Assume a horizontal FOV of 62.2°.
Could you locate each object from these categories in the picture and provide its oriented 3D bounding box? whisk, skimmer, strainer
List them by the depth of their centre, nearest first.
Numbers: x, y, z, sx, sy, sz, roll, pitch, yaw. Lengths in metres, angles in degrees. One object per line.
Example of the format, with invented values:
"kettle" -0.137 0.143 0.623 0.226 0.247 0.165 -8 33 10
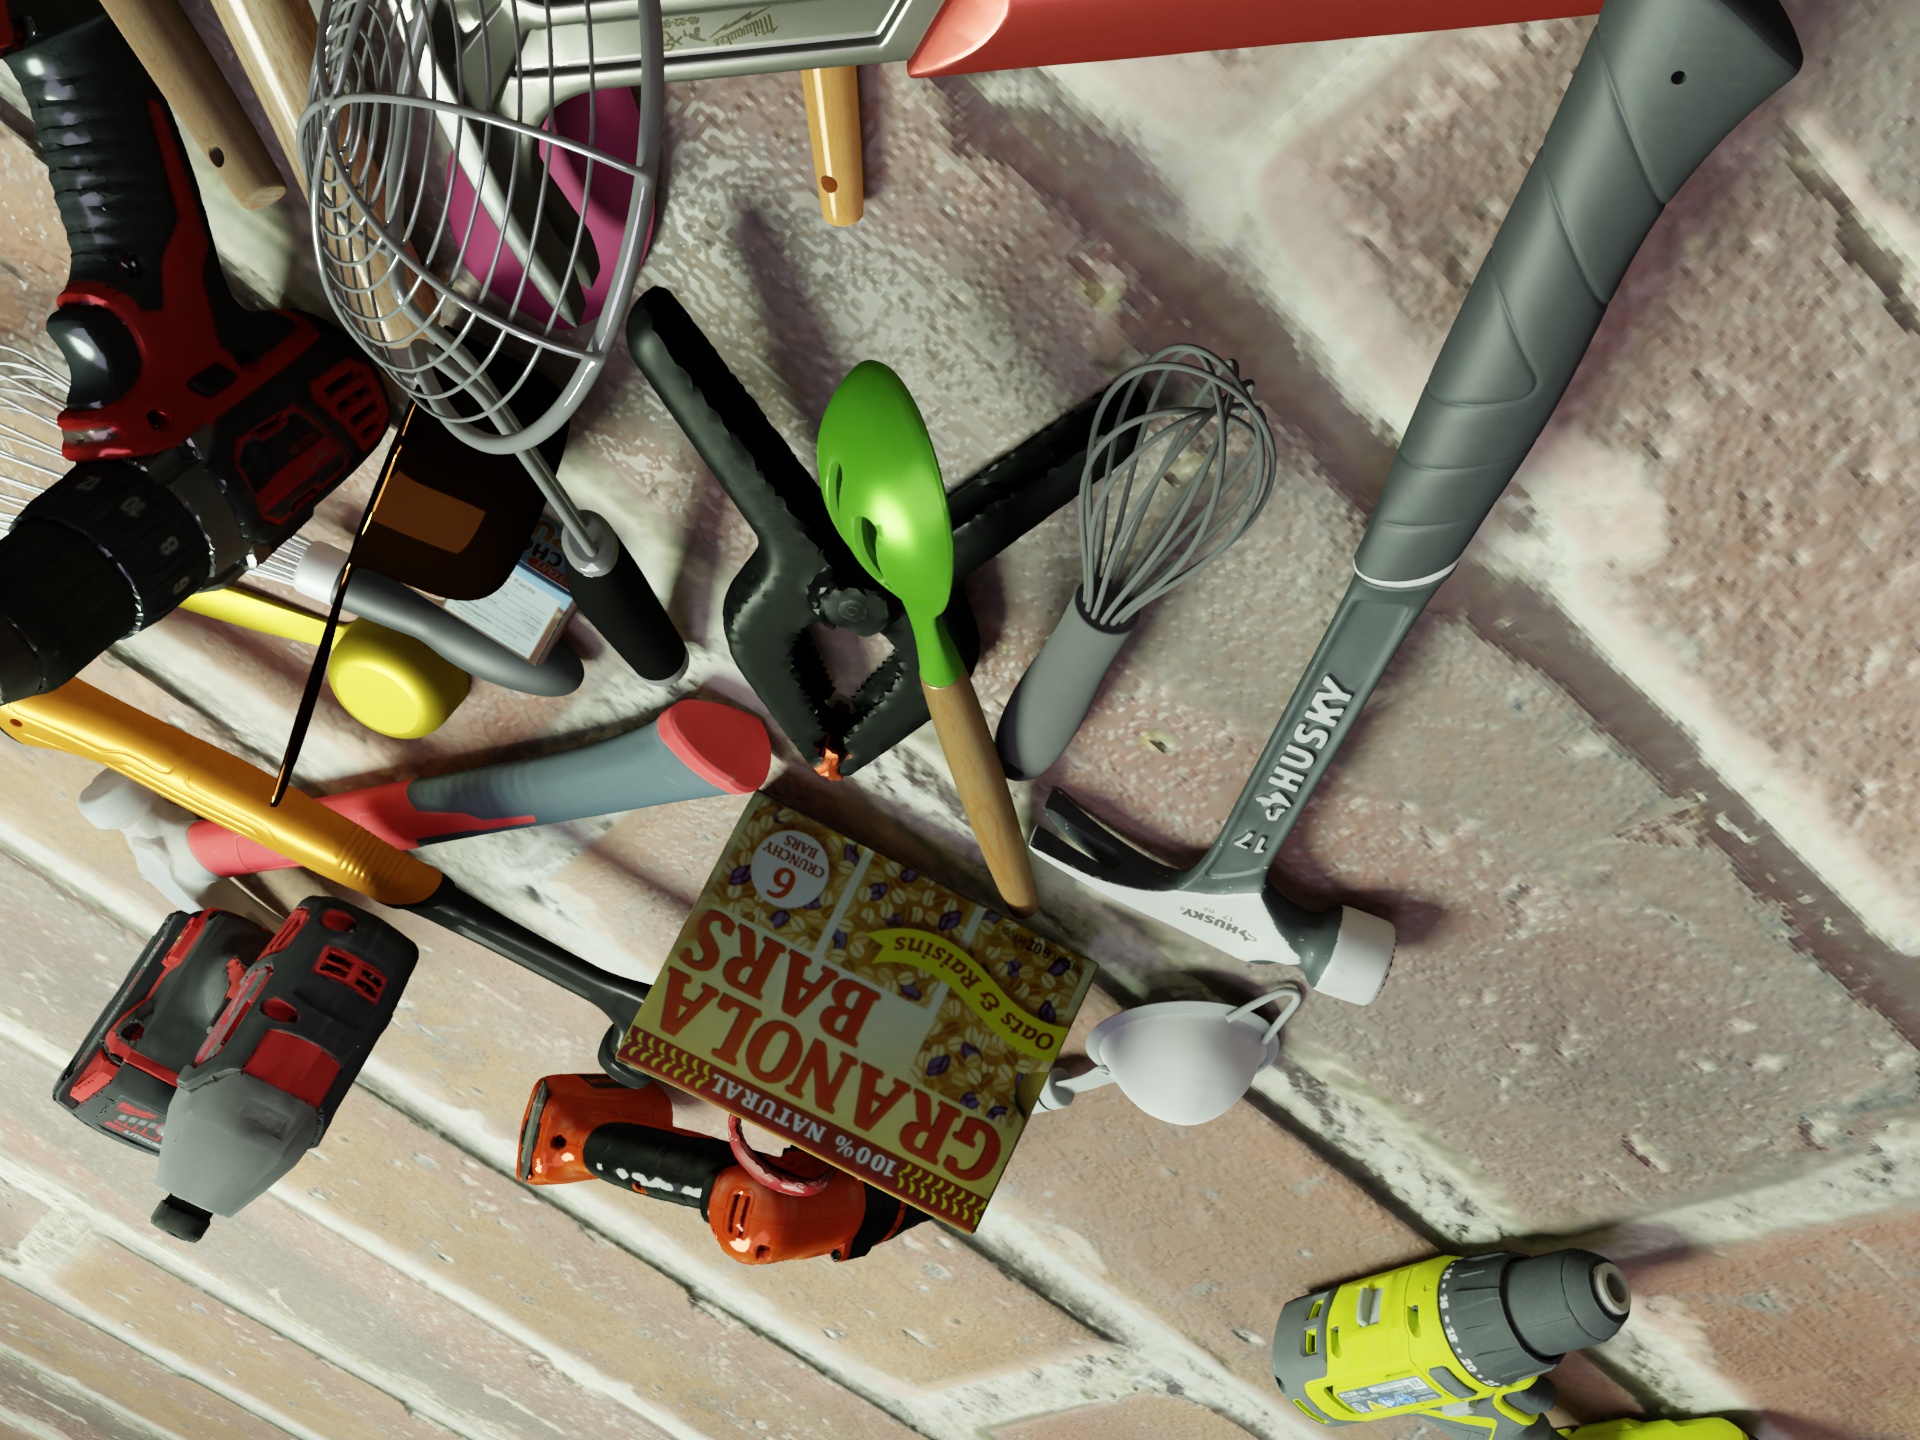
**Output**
"skimmer" -0.096 -0.084 0.466 0.090 0.127 0.363 -17 163 -3
"whisk" 0.045 -0.038 0.524 0.055 0.055 0.238 23 149 -1
"whisk" -0.284 -0.073 0.634 0.284 0.070 0.070 23 136 -9
"strainer" 0.052 0.175 0.751 0.086 0.050 0.258 33 140 -32

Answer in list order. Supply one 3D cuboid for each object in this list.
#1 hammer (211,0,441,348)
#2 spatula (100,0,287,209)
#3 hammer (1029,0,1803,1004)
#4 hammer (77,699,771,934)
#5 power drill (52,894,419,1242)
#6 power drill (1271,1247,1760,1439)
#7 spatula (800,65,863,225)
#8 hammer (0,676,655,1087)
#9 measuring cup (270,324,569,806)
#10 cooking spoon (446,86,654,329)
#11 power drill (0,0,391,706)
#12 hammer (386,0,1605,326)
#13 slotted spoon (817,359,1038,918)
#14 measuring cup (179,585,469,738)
"hammer" -0.206 -0.239 0.418 0.031 0.130 0.331 -19 141 -8
"spatula" -0.264 -0.269 0.395 0.060 0.018 0.316 -26 100 40
"hammer" 0.125 -0.039 0.489 0.149 0.036 0.408 20 142 5
"hammer" -0.245 0.054 0.748 0.386 0.038 0.143 -10 129 29
"power drill" -0.330 0.152 0.716 0.078 0.143 0.220 38 153 -28
"power drill" 0.297 0.346 0.793 0.228 0.080 0.190 40 134 -14
"spatula" -0.047 -0.262 0.365 0.081 0.041 0.322 15 137 18
"hammer" -0.264 0.061 0.710 0.336 0.034 0.127 30 138 -11
"measuring cup" -0.185 -0.045 0.548 0.052 0.173 0.095 20 179 -23
"cooking spoon" -0.088 -0.210 0.421 0.068 0.017 0.318 31 144 -10
"power drill" -0.277 -0.133 0.477 0.080 0.188 0.226 2 129 21
"hammer" 0.034 -0.173 0.396 0.359 0.037 0.149 0 145 13
"slotted spoon" -0.001 -0.002 0.556 0.031 0.070 0.313 -30 146 -7
"measuring cup" -0.291 -0.032 0.687 0.156 0.029 0.062 17 136 2
